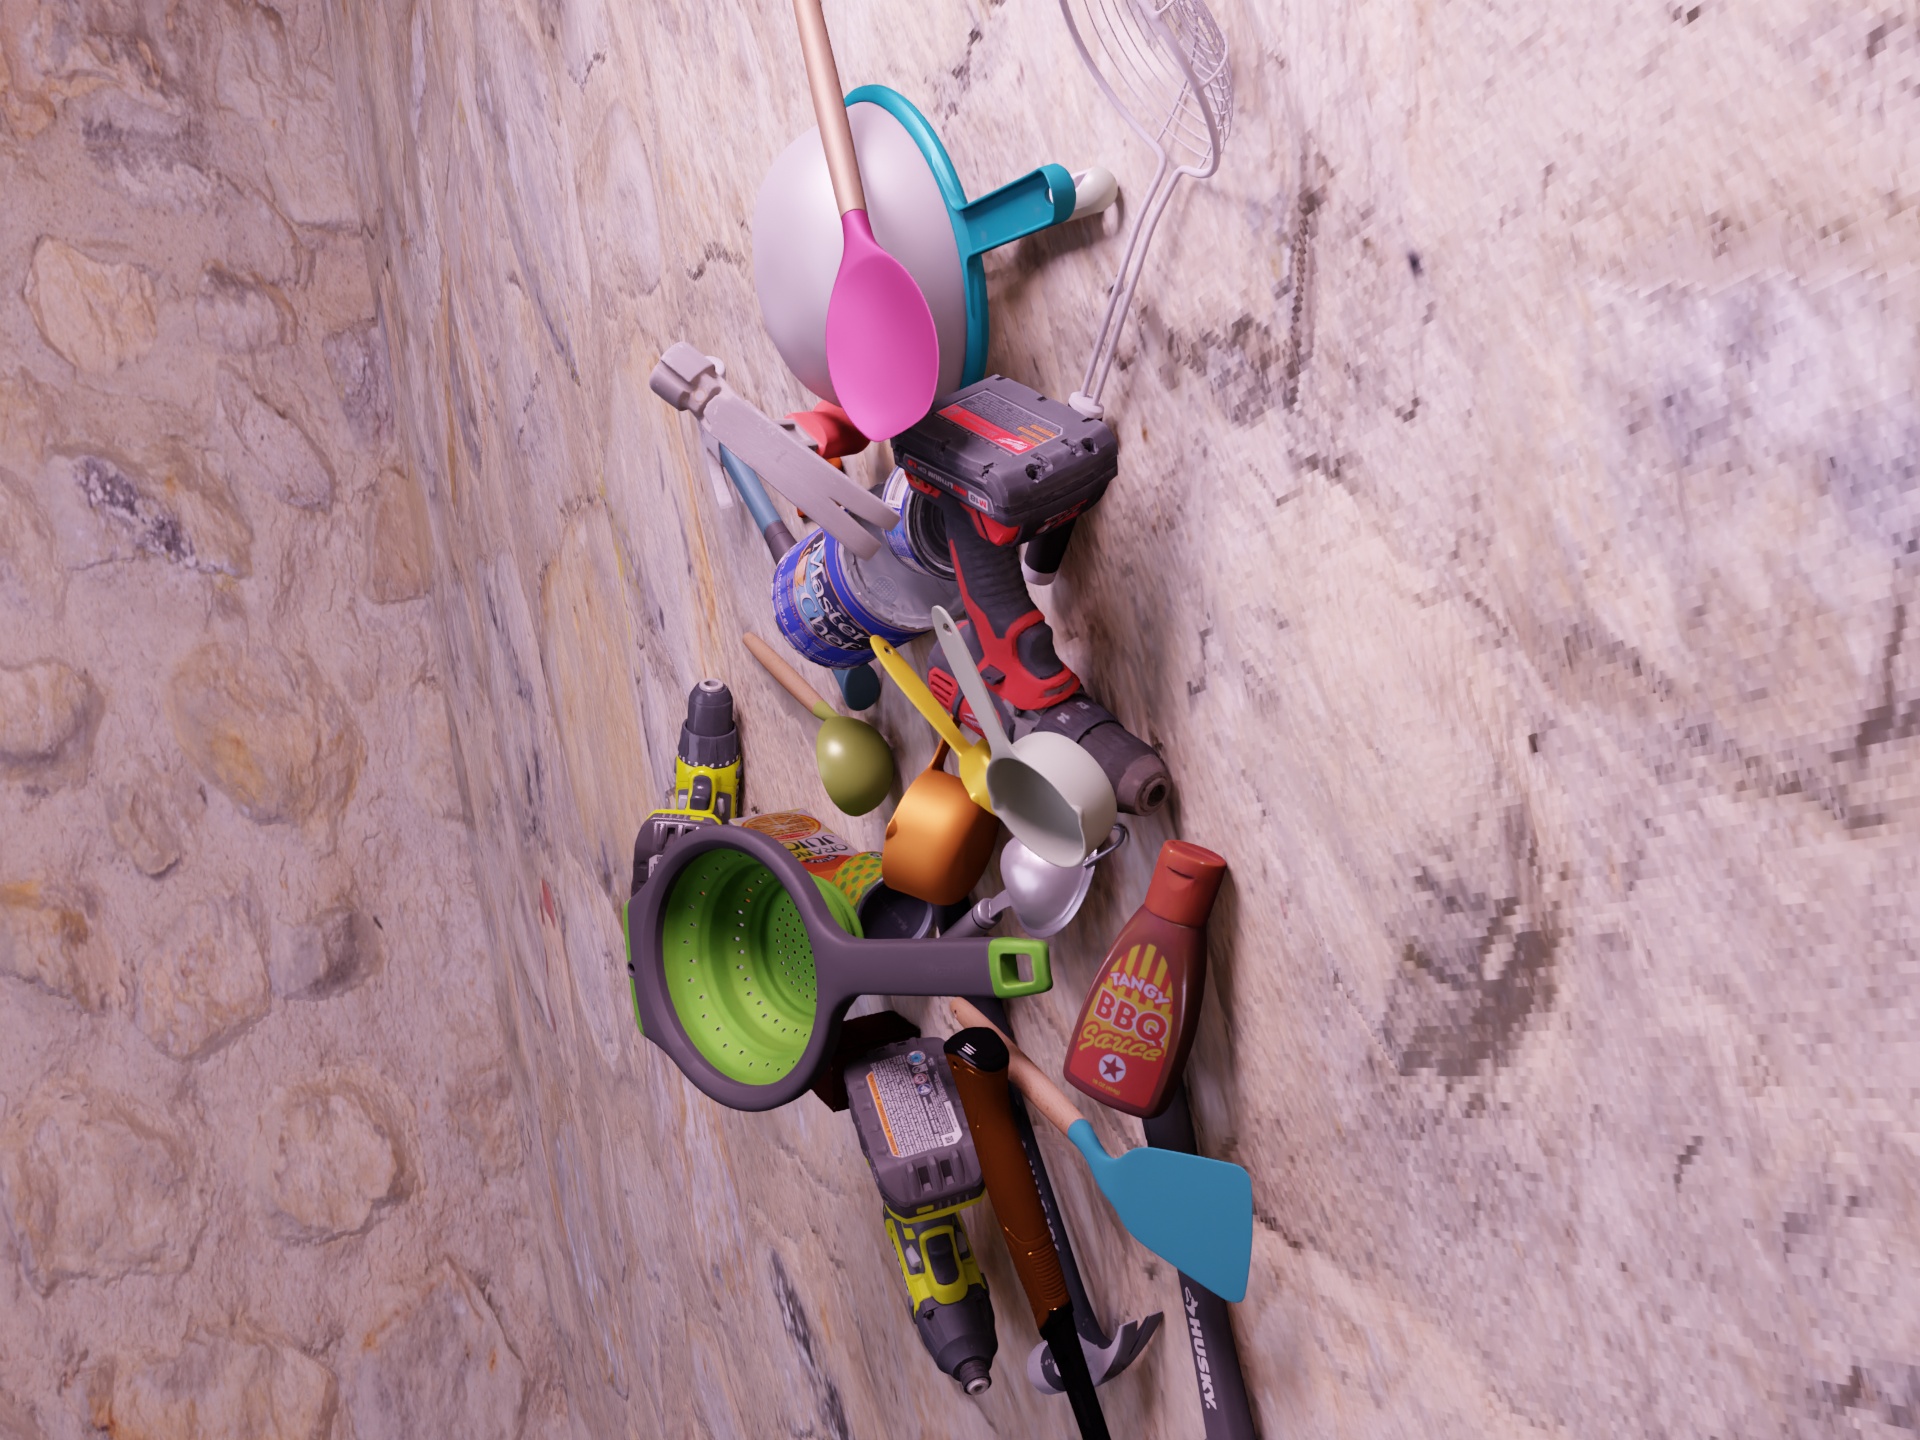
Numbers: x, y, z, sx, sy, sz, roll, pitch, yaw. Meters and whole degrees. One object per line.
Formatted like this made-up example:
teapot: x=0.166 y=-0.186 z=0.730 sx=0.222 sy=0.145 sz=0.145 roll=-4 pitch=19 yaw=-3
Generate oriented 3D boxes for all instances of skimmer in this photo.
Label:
skimmer: x=0.060 y=-0.220 z=0.851 sx=0.127 sy=0.090 sz=0.363 roll=53 pitch=141 yaw=37

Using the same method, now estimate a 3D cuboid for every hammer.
hammer: x=0.033 y=0.248 z=1.098 sx=0.149 sy=0.036 sz=0.409 roll=-48 pitch=56 yaw=55
hammer: x=0.049 y=0.353 z=1.000 sx=0.127 sy=0.034 sz=0.337 roll=-9 pitch=100 yaw=53
hammer: x=-0.147 y=-0.145 z=1.303 sx=0.331 sy=0.033 sz=0.128 roll=60 pitch=162 yaw=28
hammer: x=0.135 y=0.297 z=0.917 sx=0.146 sy=0.035 sz=0.335 roll=-21 pitch=79 yaw=63
hammer: x=-0.085 y=-0.172 z=0.994 sx=0.036 sy=0.149 sz=0.359 roll=-51 pitch=3 yaw=11

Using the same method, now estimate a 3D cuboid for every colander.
colander: x=-0.075 y=0.164 z=1.105 sx=0.397 sy=0.094 sz=0.204 roll=-8 pitch=90 yaw=41

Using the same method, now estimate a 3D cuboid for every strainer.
strainer: x=0.020 y=0.124 z=1.041 sx=0.258 sy=0.050 sz=0.087 roll=-47 pitch=34 yaw=49
strainer: x=-0.047 y=-0.265 z=0.919 sx=0.340 sy=0.095 sz=0.211 roll=15 pitch=122 yaw=66

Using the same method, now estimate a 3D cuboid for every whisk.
whisk: x=0.014 y=-0.303 z=0.966 sx=0.246 sy=0.059 sz=0.058 roll=10 pitch=65 yaw=57

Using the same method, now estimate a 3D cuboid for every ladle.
ladle: x=-0.135 y=-0.011 z=1.321 sx=0.078 sy=0.062 sz=0.320 roll=55 pitch=171 yaw=-33

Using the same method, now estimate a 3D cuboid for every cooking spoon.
cooking spoon: x=-0.062 y=-0.295 z=0.867 sx=0.069 sy=0.017 sz=0.319 roll=-24 pitch=68 yaw=30

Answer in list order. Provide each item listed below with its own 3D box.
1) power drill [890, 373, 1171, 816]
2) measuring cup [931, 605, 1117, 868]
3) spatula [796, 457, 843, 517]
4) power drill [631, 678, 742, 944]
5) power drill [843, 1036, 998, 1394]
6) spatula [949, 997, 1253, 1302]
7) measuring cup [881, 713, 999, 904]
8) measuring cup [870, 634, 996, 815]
power drill: x=0.045 y=-0.062 z=0.903 sx=0.188 sy=0.080 sz=0.226 roll=36 pitch=145 yaw=41
measuring cup: x=0.034 y=0.003 z=0.879 sx=0.083 sy=0.038 sz=0.167 roll=-2 pitch=119 yaw=57
spatula: x=-0.105 y=-0.175 z=1.165 sx=0.323 sy=0.041 sz=0.081 roll=-113 pitch=19 yaw=-76
power drill: x=-0.242 y=0.087 z=1.456 sx=0.229 sy=0.080 sz=0.190 roll=-91 pitch=7 yaw=-62
power drill: x=-0.019 y=0.350 z=1.122 sx=0.171 sy=0.080 sz=0.223 roll=-118 pitch=17 yaw=-53
spatula: x=0.070 y=0.236 z=0.967 sx=0.318 sy=0.044 sz=0.082 roll=-148 pitch=54 yaw=-62
measuring cup: x=0.005 y=0.042 z=1.071 sx=0.052 sy=0.095 sz=0.173 roll=22 pitch=94 yaw=20
measuring cup: x=-0.002 y=-0.003 z=1.025 sx=0.156 sy=0.062 sz=0.029 roll=50 pitch=123 yaw=9
